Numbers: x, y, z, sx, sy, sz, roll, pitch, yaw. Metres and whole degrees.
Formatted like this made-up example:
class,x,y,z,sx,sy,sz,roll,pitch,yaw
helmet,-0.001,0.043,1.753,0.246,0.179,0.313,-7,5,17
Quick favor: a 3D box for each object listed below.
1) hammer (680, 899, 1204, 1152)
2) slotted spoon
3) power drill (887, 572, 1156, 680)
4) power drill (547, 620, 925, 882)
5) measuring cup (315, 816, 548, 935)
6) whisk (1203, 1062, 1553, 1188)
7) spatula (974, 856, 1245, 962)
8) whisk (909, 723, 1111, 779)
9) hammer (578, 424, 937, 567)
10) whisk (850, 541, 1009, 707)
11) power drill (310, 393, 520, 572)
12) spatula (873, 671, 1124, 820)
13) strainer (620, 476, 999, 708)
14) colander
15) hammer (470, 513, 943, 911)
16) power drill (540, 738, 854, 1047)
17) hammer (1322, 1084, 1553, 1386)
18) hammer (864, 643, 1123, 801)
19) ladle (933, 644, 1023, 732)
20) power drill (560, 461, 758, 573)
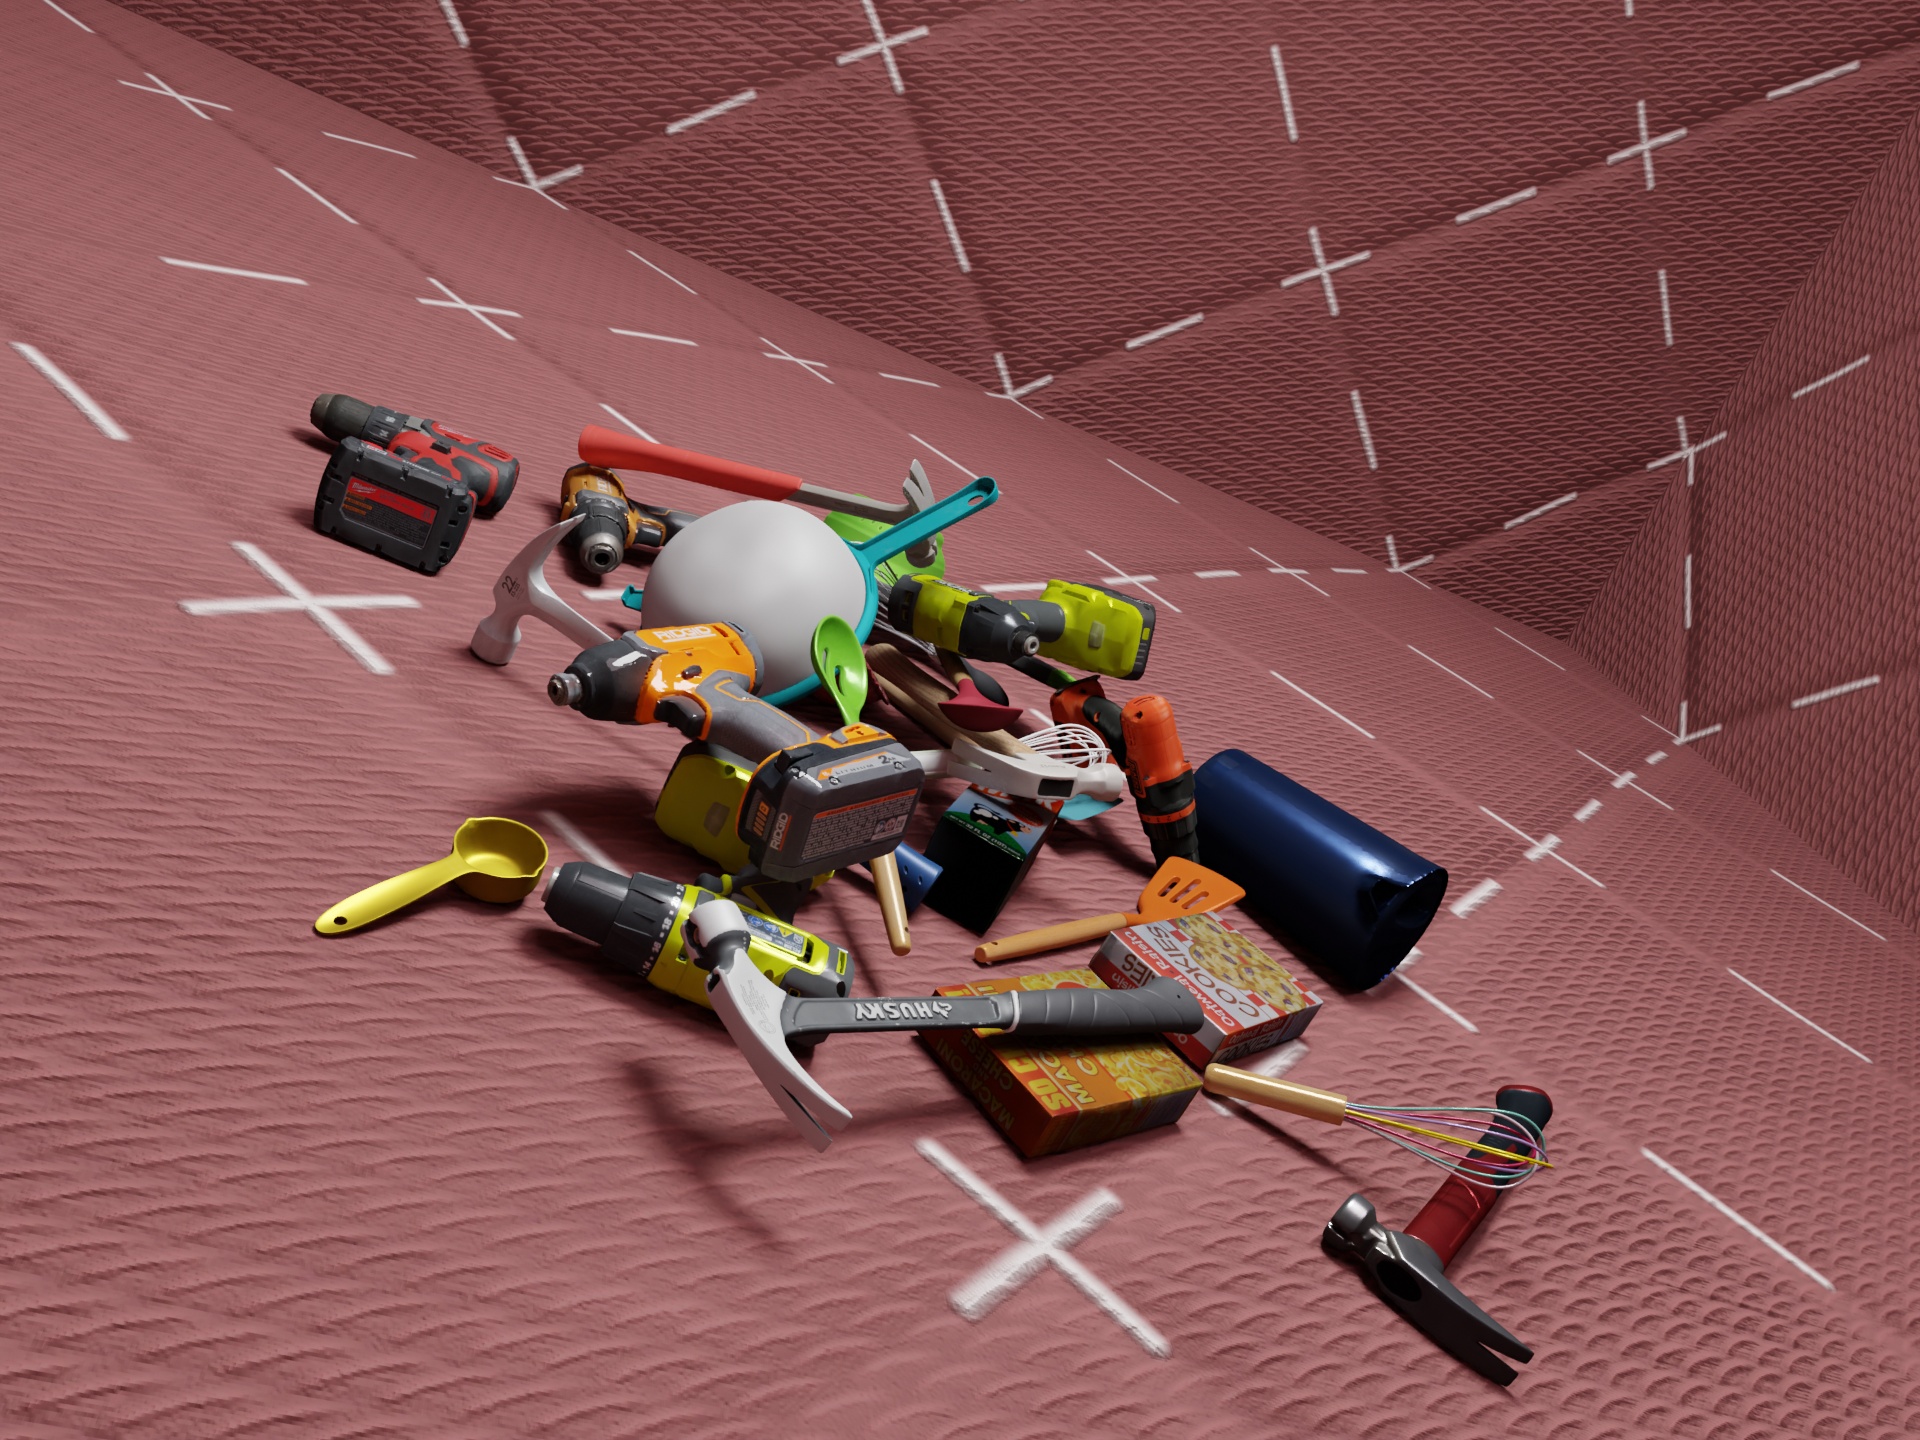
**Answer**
class,x,y,z,sx,sy,sz,roll,pitch,yaw
hammer,0.021,0.183,0.982,0.408,0.036,0.149,10,38,-45
slotted spoon,-0.072,0.041,1.163,0.070,0.031,0.314,42,23,-44
power drill,0.068,-0.085,1.457,0.223,0.080,0.171,0,16,-42
power drill,-0.153,0.011,1.041,0.227,0.084,0.164,35,29,30
measuring cup,-0.311,0.101,0.935,0.062,0.029,0.156,35,34,21
whisk,0.294,0.281,1.127,0.245,0.051,0.047,12,16,12
spatula,0.117,0.158,1.288,0.081,0.041,0.322,26,18,35
whisk,0.021,0.036,1.388,0.246,0.058,0.059,-3,-10,-24
hammer,-0.195,-0.229,1.494,0.359,0.037,0.149,15,-22,12
whisk,-0.039,-0.086,1.555,0.284,0.070,0.070,40,10,-37
power drill,-0.496,-0.221,1.394,0.187,0.080,0.227,22,18,-14
spatula,0.007,0.013,1.492,0.318,0.044,0.082,37,31,27
strainer,-0.125,-0.143,1.328,0.211,0.340,0.095,56,-9,39
colander,-0.019,-0.145,1.664,0.397,0.094,0.204,28,6,25
hammer,-0.183,0.003,1.197,0.405,0.144,0.035,36,28,5
power drill,-0.159,0.101,1.037,0.190,0.080,0.229,25,23,-10
hammer,0.393,0.351,1.170,0.143,0.038,0.386,38,23,24
hammer,-0.002,-0.004,1.374,0.130,0.031,0.332,4,18,-31
ladle,-0.001,-0.037,1.384,0.069,0.031,0.316,6,14,-10
power drill,-0.275,-0.174,1.546,0.226,0.084,0.186,13,24,-22
